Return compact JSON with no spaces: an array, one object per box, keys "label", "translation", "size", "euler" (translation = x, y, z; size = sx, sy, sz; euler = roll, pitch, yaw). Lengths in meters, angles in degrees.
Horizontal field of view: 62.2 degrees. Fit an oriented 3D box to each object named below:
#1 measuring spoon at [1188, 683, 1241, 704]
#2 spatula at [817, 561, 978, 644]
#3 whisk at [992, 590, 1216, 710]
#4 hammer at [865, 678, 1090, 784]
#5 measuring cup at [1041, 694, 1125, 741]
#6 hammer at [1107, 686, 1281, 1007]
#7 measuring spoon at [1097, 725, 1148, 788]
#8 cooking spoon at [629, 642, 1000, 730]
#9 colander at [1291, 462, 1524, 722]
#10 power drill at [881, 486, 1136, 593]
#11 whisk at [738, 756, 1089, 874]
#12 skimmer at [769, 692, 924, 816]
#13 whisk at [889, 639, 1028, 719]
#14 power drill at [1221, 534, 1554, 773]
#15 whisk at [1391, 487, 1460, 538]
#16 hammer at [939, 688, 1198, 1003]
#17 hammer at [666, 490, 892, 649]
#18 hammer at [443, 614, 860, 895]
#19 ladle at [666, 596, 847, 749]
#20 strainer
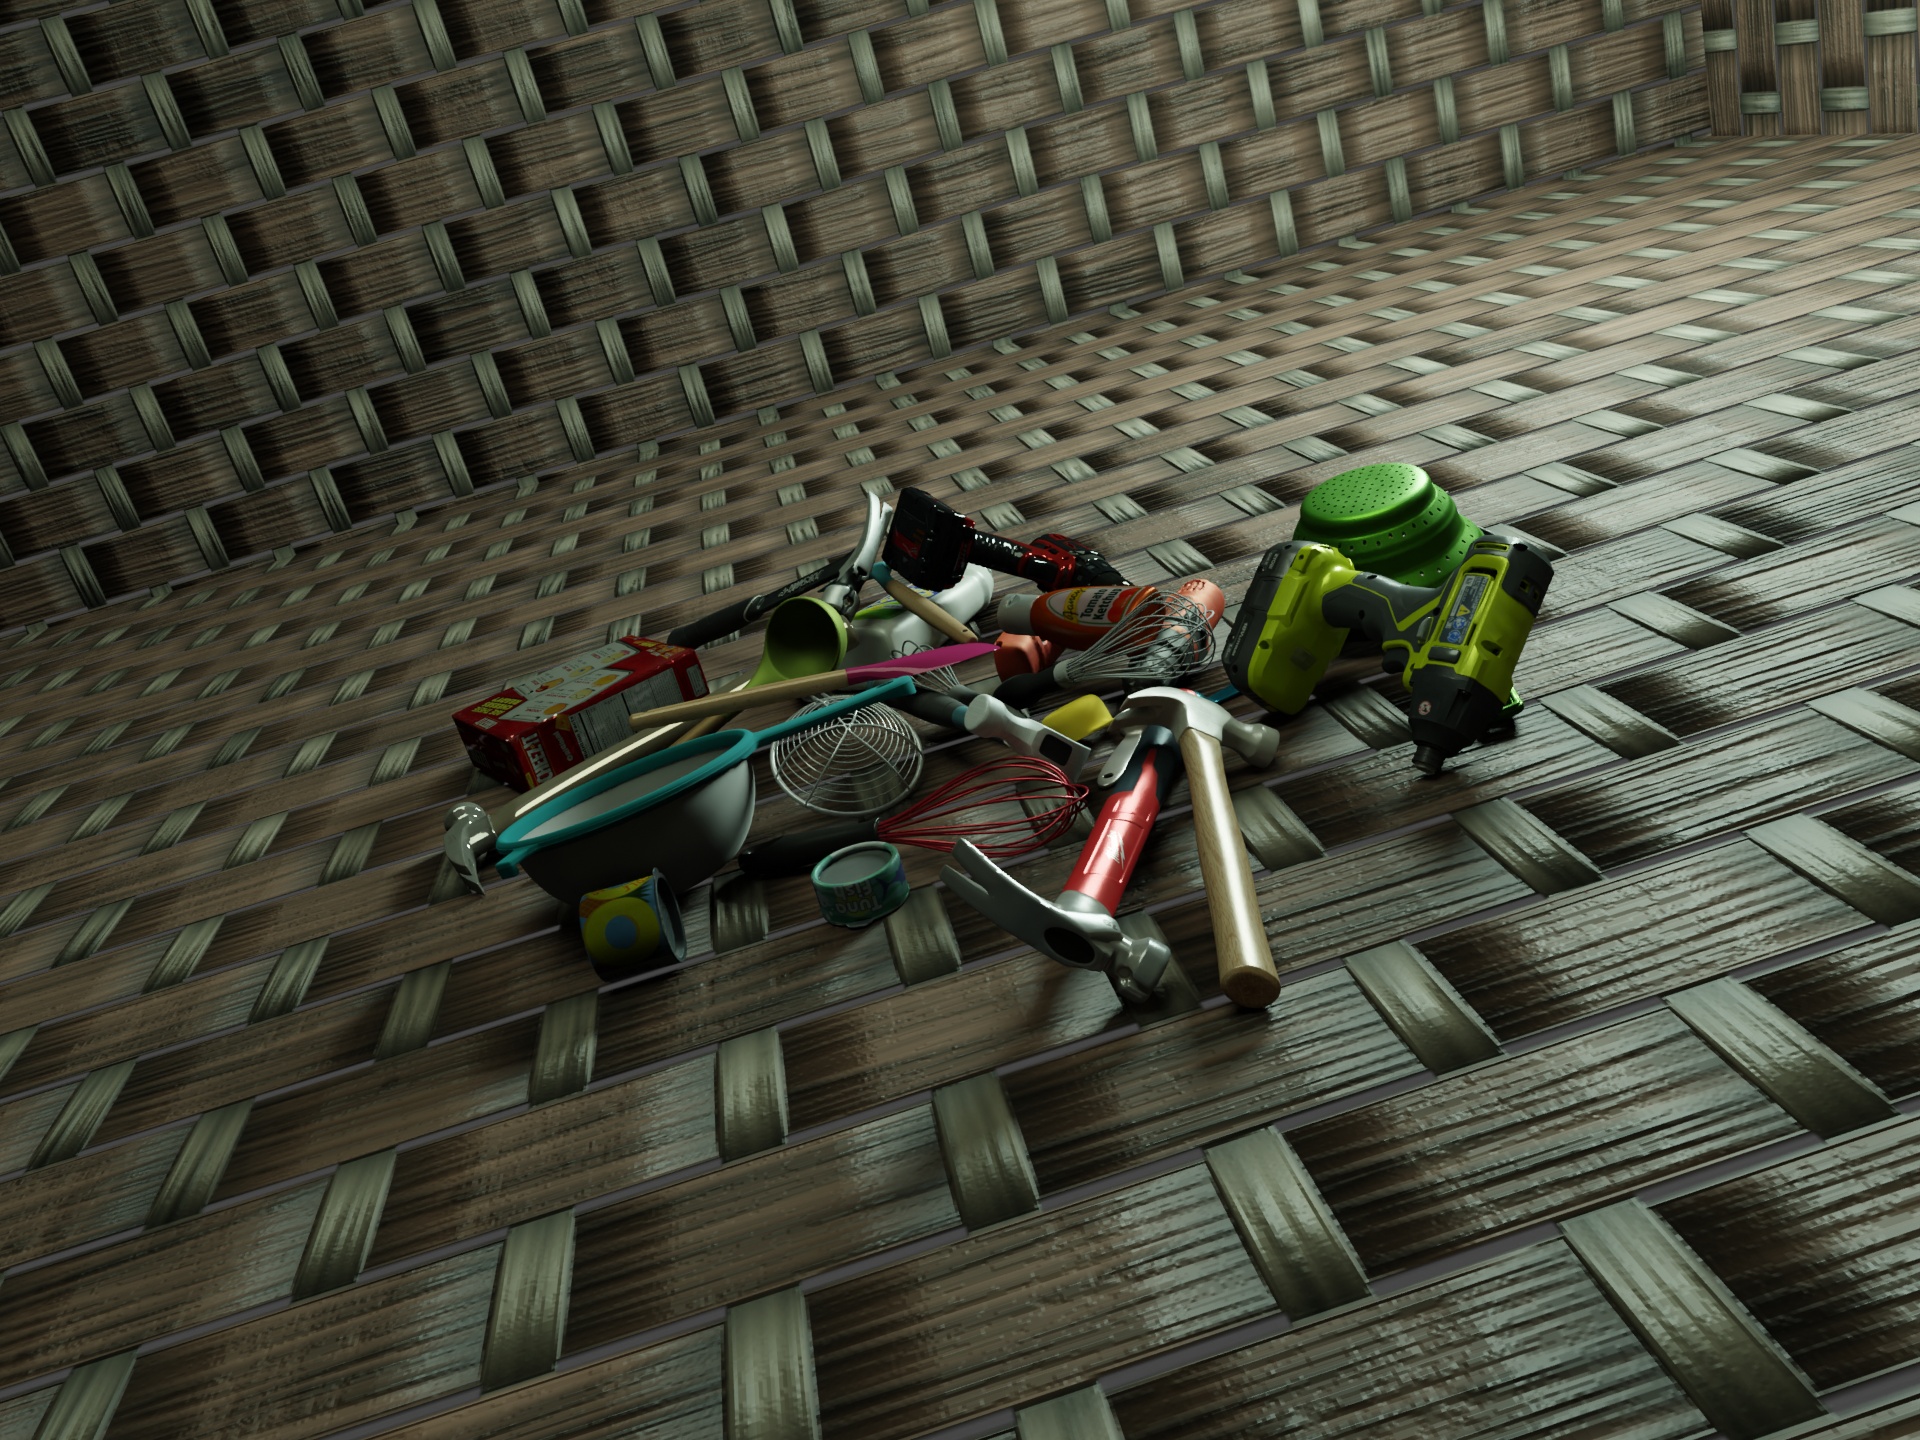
[{"label":"measuring spoon","translation":[0.219,-0.031,1.314],"size":[0.128,0.021,0.042],"euler":[-26,24,-22]},{"label":"spatula","translation":[-0.053,-0.112,1.530],"size":[0.082,0.044,0.318],"euler":[-16,25,-19]},{"label":"whisk","translation":[0.108,-0.047,1.305],"size":[0.070,0.070,0.284],"euler":[-31,6,-34]},{"label":"hammer","translation":[-0.002,-0.004,1.301],"size":[0.033,0.128,0.331],"euler":[-65,26,-3]},{"label":"measuring cup","translation":[0.114,-0.012,1.251],"size":[0.062,0.029,0.156],"euler":[-30,0,-30]},{"label":"hammer","translation":[0.165,0.070,1.036],"size":[0.130,0.031,0.332],"euler":[22,27,-10]},{"label":"measuring spoon","translation":[0.129,0.018,1.262],"size":[0.034,0.018,0.124],"euler":[-5,25,25]},{"label":"cooking spoon","translation":[-0.122,-0.031,1.347],"size":[0.319,0.017,0.069],"euler":[-13,8,-7]},{"label":"colander","translation":[0.361,-0.121,1.292],"size":[0.204,0.094,0.397],"euler":[-19,27,5]},{"label":"power drill","translation":[0.056,-0.152,1.558],"size":[0.226,0.080,0.188],"euler":[10,16,-27]},{"label":"whisk","translation":[-0.042,0.080,1.184],"size":[0.296,0.073,0.073],"euler":[-13,21,25]},{"label":"skimmer","translation":[-0.123,0.010,1.445],"size":[0.127,0.090,0.363],"euler":[-8,9,-12]},{"label":"whisk","translation":[-0.001,-0.024,1.420],"size":[0.055,0.055,0.239],"euler":[-25,27,-21]},{"label":"power drill","translation":[0.307,-0.055,1.175],"size":[0.223,0.080,0.171],"euler":[14,77,54]},{"label":"whisk","translation":[0.397,-0.159,1.482],"size":[0.051,0.047,0.245],"euler":[7,34,43]},{"label":"hammer","translation":[0.105,0.052,1.093],"size":[0.143,0.038,0.386],"euler":[30,27,4]},{"label":"hammer","translation":[-0.205,-0.127,1.669],"size":[0.409,0.036,0.149],"euler":[-16,45,52]},{"label":"hammer","translation":[-0.272,0.020,1.430],"size":[0.410,0.038,0.146],"euler":[-30,25,-10]},{"label":"ladle","translation":[-0.228,0.009,1.372],"size":[0.320,0.078,0.062],"euler":[-41,-14,-12]},{"label":"strainer","translation":[-0.182,0.066,1.234],"size":[0.340,0.095,0.211],"euler":[-22,10,-5]}]
